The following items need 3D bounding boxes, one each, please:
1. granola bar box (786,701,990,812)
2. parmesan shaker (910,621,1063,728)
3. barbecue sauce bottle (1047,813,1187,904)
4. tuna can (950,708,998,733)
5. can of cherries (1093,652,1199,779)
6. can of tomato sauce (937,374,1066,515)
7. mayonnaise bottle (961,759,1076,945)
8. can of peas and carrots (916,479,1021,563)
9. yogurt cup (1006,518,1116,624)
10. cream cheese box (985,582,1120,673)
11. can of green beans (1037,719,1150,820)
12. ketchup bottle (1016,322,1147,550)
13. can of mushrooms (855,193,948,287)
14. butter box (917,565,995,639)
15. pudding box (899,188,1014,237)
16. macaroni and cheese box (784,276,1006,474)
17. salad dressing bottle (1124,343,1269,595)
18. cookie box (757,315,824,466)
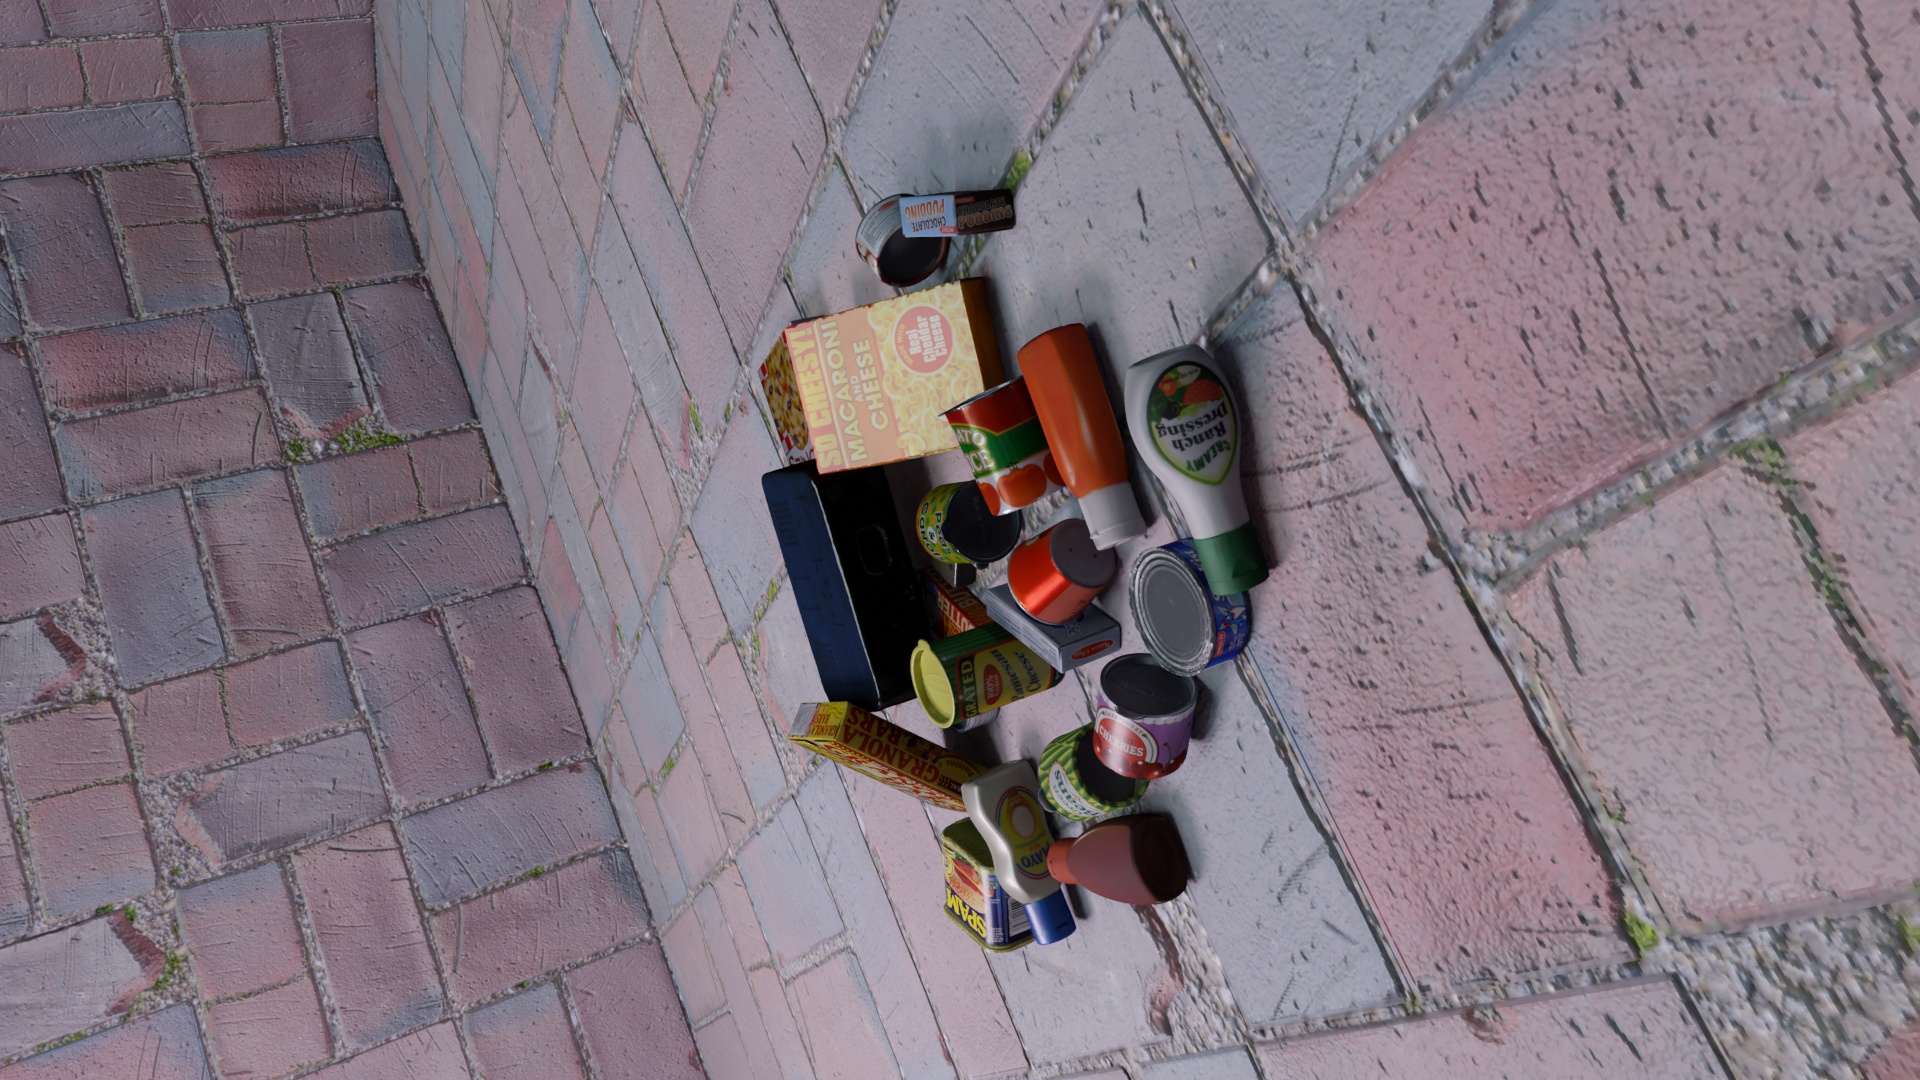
[{"bbox_3d":[-0.059,0.195,1.244,0.124,0.165,0.039,-15,50,63],"label":"granola bar box"},{"bbox_3d":[0.021,0.096,1.084,0.071,0.103,0.071,39,138,48],"label":"parmesan shaker"},{"bbox_3d":[0.114,0.243,1.055,0.148,0.044,0.065,-29,78,63],"label":"barbecue sauce bottle"},{"bbox_3d":[0.002,0.131,1.219,0.071,0.033,0.070,39,137,49],"label":"tuna can"},{"bbox_3d":[0.123,0.120,0.938,0.072,0.072,0.058,45,142,44],"label":"can of cherries"},{"bbox_3d":[0.033,-0.067,0.992,0.071,0.071,0.083,-11,106,63],"label":"can of tomato sauce"},{"bbox_3d":[0.054,0.262,1.164,0.041,0.065,0.148,-26,86,59],"label":"mayonnaise bottle"},{"bbox_3d":[0.004,-0.014,1.093,0.058,0.071,0.071,-4,101,63],"label":"can of peas and carrots"},{"bbox_3d":[0.074,0.020,0.987,0.053,0.072,0.072,-44,65,52],"label":"yogurt cup"},{"bbox_3d":[0.067,0.058,1.032,0.104,0.053,0.024,36,137,51],"label":"cream cheese box"},{"bbox_3d":[0.098,0.168,1.017,0.057,0.071,0.071,-42,67,60],"label":"can of green beans"},{"bbox_3d":[0.084,-0.068,0.939,0.149,0.044,0.064,71,159,6],"label":"ketchup bottle"},{"bbox_3d":[-0.043,-0.230,1.073,0.033,0.071,0.070,52,146,35],"label":"can of mushrooms"},{"bbox_3d":[-0.003,0.068,1.204,0.104,0.024,0.052,43,141,47],"label":"butter box"},{"bbox_3d":[-0.004,-0.237,1.008,0.084,0.050,0.030,20,121,58],"label":"pudding box"},{"bbox_3d":[-0.047,-0.125,1.079,0.166,0.040,0.123,-9,97,31],"label":"macaroni and cheese box"},{"bbox_3d":[0.144,-0.041,0.826,0.044,0.064,0.147,-150,39,-79],"label":"salad dressing bottle"},{"bbox_3d":[-0.139,-0.116,1.349,0.122,0.040,0.167,-37,70,61],"label":"cookie box"}]
